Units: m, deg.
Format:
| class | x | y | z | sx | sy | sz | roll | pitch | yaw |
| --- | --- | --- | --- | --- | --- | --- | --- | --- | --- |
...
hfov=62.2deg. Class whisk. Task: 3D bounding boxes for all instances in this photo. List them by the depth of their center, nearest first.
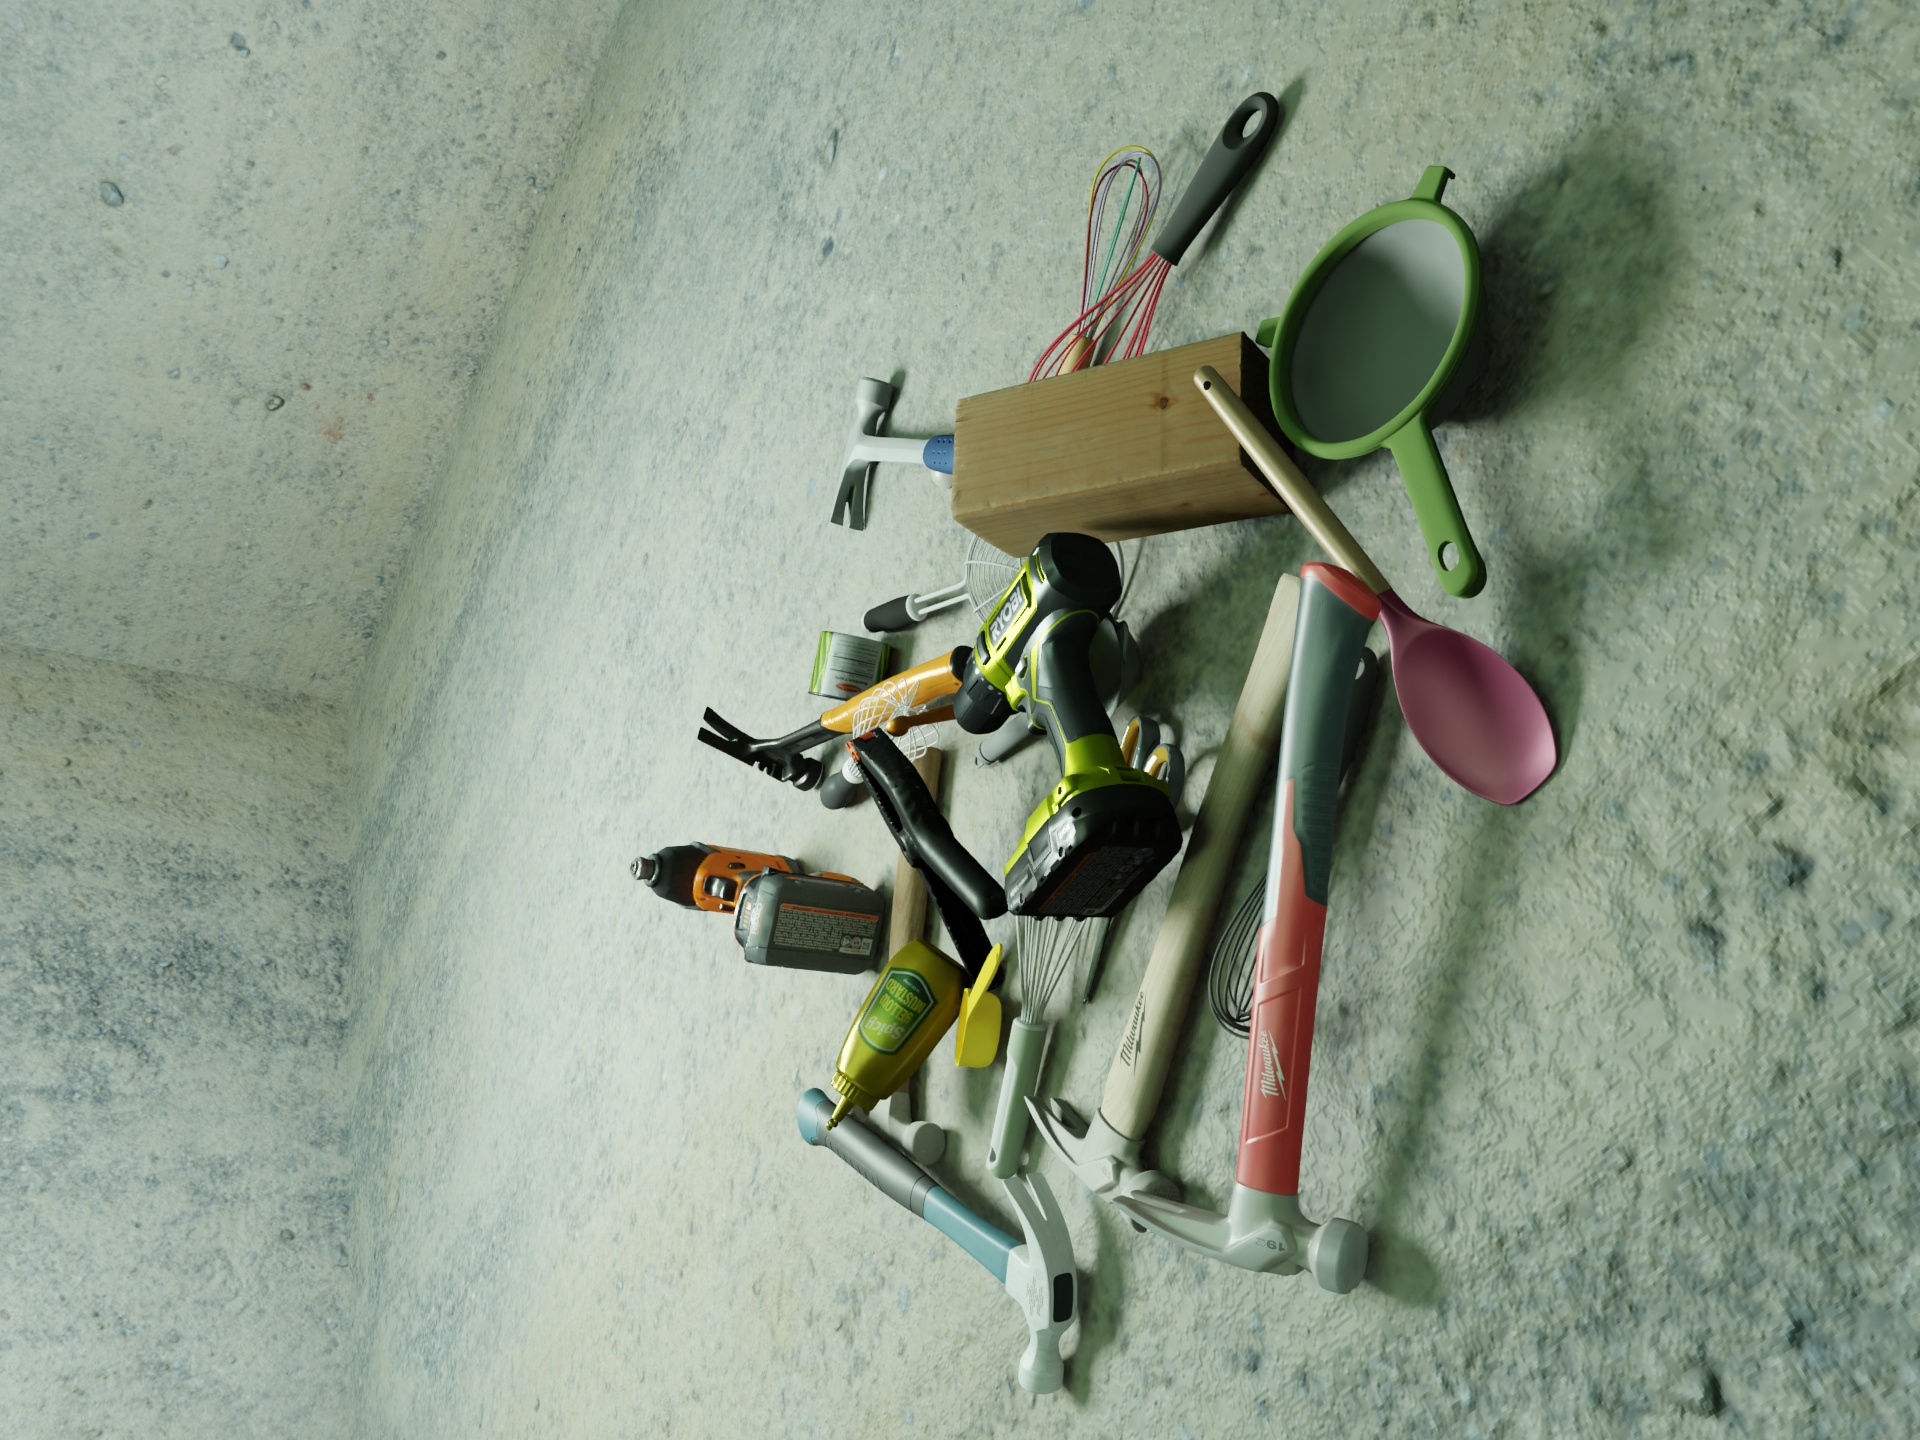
| class | x | y | z | sx | sy | sz | roll | pitch | yaw |
| --- | --- | --- | --- | --- | --- | --- | --- | --- | --- |
| whisk | 0.200 | 0.071 | 0.925 | 0.055 | 0.055 | 0.239 | 20 | 93 | 59 |
| whisk | 0.050 | 0.206 | 1.119 | 0.058 | 0.059 | 0.246 | -149 | 69 | -70 |
| whisk | 0.135 | -0.319 | 1.151 | 0.295 | 0.073 | 0.073 | -55 | 38 | 24 |
| whisk | 0.099 | -0.318 | 1.224 | 0.051 | 0.047 | 0.245 | -115 | 40 | -69 |
| whisk | -0.080 | 0.033 | 1.339 | 0.284 | 0.070 | 0.070 | 134 | 139 | -65 |

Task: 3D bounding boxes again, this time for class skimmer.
| class | x | y | z | sx | sy | sz | roll | pitch | yaw |
| --- | --- | --- | --- | --- | --- | --- | --- | --- | --- |
| skimmer | 0.012 | -0.103 | 1.299 | 0.363 | 0.090 | 0.127 | 173 | 86 | -69 |

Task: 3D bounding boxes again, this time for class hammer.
| class | x | y | z | sx | sy | sz | roll | pitch | yaw |
| --- | --- | --- | --- | --- | --- | --- | --- | --- | --- |
| hammer | 0.170 | 0.106 | 0.879 | 0.143 | 0.038 | 0.386 | 6 | 91 | 35 |
| hammer | 0.146 | 0.105 | 1.009 | 0.146 | 0.038 | 0.410 | 32 | 107 | 59 |
| hammer | -0.028 | 0.348 | 1.161 | 0.331 | 0.033 | 0.128 | 18 | 104 | 53 |
| hammer | -0.046 | 0.185 | 1.296 | 0.130 | 0.031 | 0.331 | -13 | 68 | 56 |
| hammer | -0.028 | -0.223 | 1.359 | 0.406 | 0.035 | 0.144 | 26 | 102 | 66 |
| hammer | -0.097 | -0.008 | 1.370 | 0.337 | 0.127 | 0.034 | -22 | 47 | 50 |

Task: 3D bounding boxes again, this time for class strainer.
| class | x | y | z | sx | sy | sz | roll | pitch | yaw |
| --- | --- | --- | --- | --- | --- | --- | --- | --- | --- |
| strainer | 0.260 | -0.169 | 0.883 | 0.151 | 0.069 | 0.257 | -40 | 47 | 42 |
| strainer | 0.072 | -0.014 | 1.167 | 0.258 | 0.050 | 0.087 | -38 | 55 | 54 |

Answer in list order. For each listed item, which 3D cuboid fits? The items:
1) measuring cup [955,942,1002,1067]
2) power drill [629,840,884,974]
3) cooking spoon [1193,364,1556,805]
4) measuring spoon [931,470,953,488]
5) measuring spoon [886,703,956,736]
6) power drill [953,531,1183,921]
| class | x | y | z | sx | sy | sz | roll | pitch | yaw |
| --- | --- | --- | --- | --- | --- | --- | --- | --- | --- |
| measuring cup | 0.023 | 0.200 | 1.133 | 0.156 | 0.029 | 0.062 | 109 | 169 | -53 |
| power drill | -0.186 | 0.157 | 1.408 | 0.227 | 0.164 | 0.084 | 13 | 91 | 57 |
| cooking spoon | 0.221 | -0.087 | 0.887 | 0.068 | 0.017 | 0.319 | -51 | 59 | 35 |
| measuring spoon | 0.007 | -0.223 | 1.361 | 0.124 | 0.018 | 0.034 | -2 | 78 | 59 |
| measuring spoon | -0.002 | -0.004 | 1.215 | 0.011 | 0.117 | 0.021 | 62 | 153 | 32 |
| power drill | 0.059 | 0.015 | 1.063 | 0.190 | 0.080 | 0.229 | 125 | 142 | -47 |
